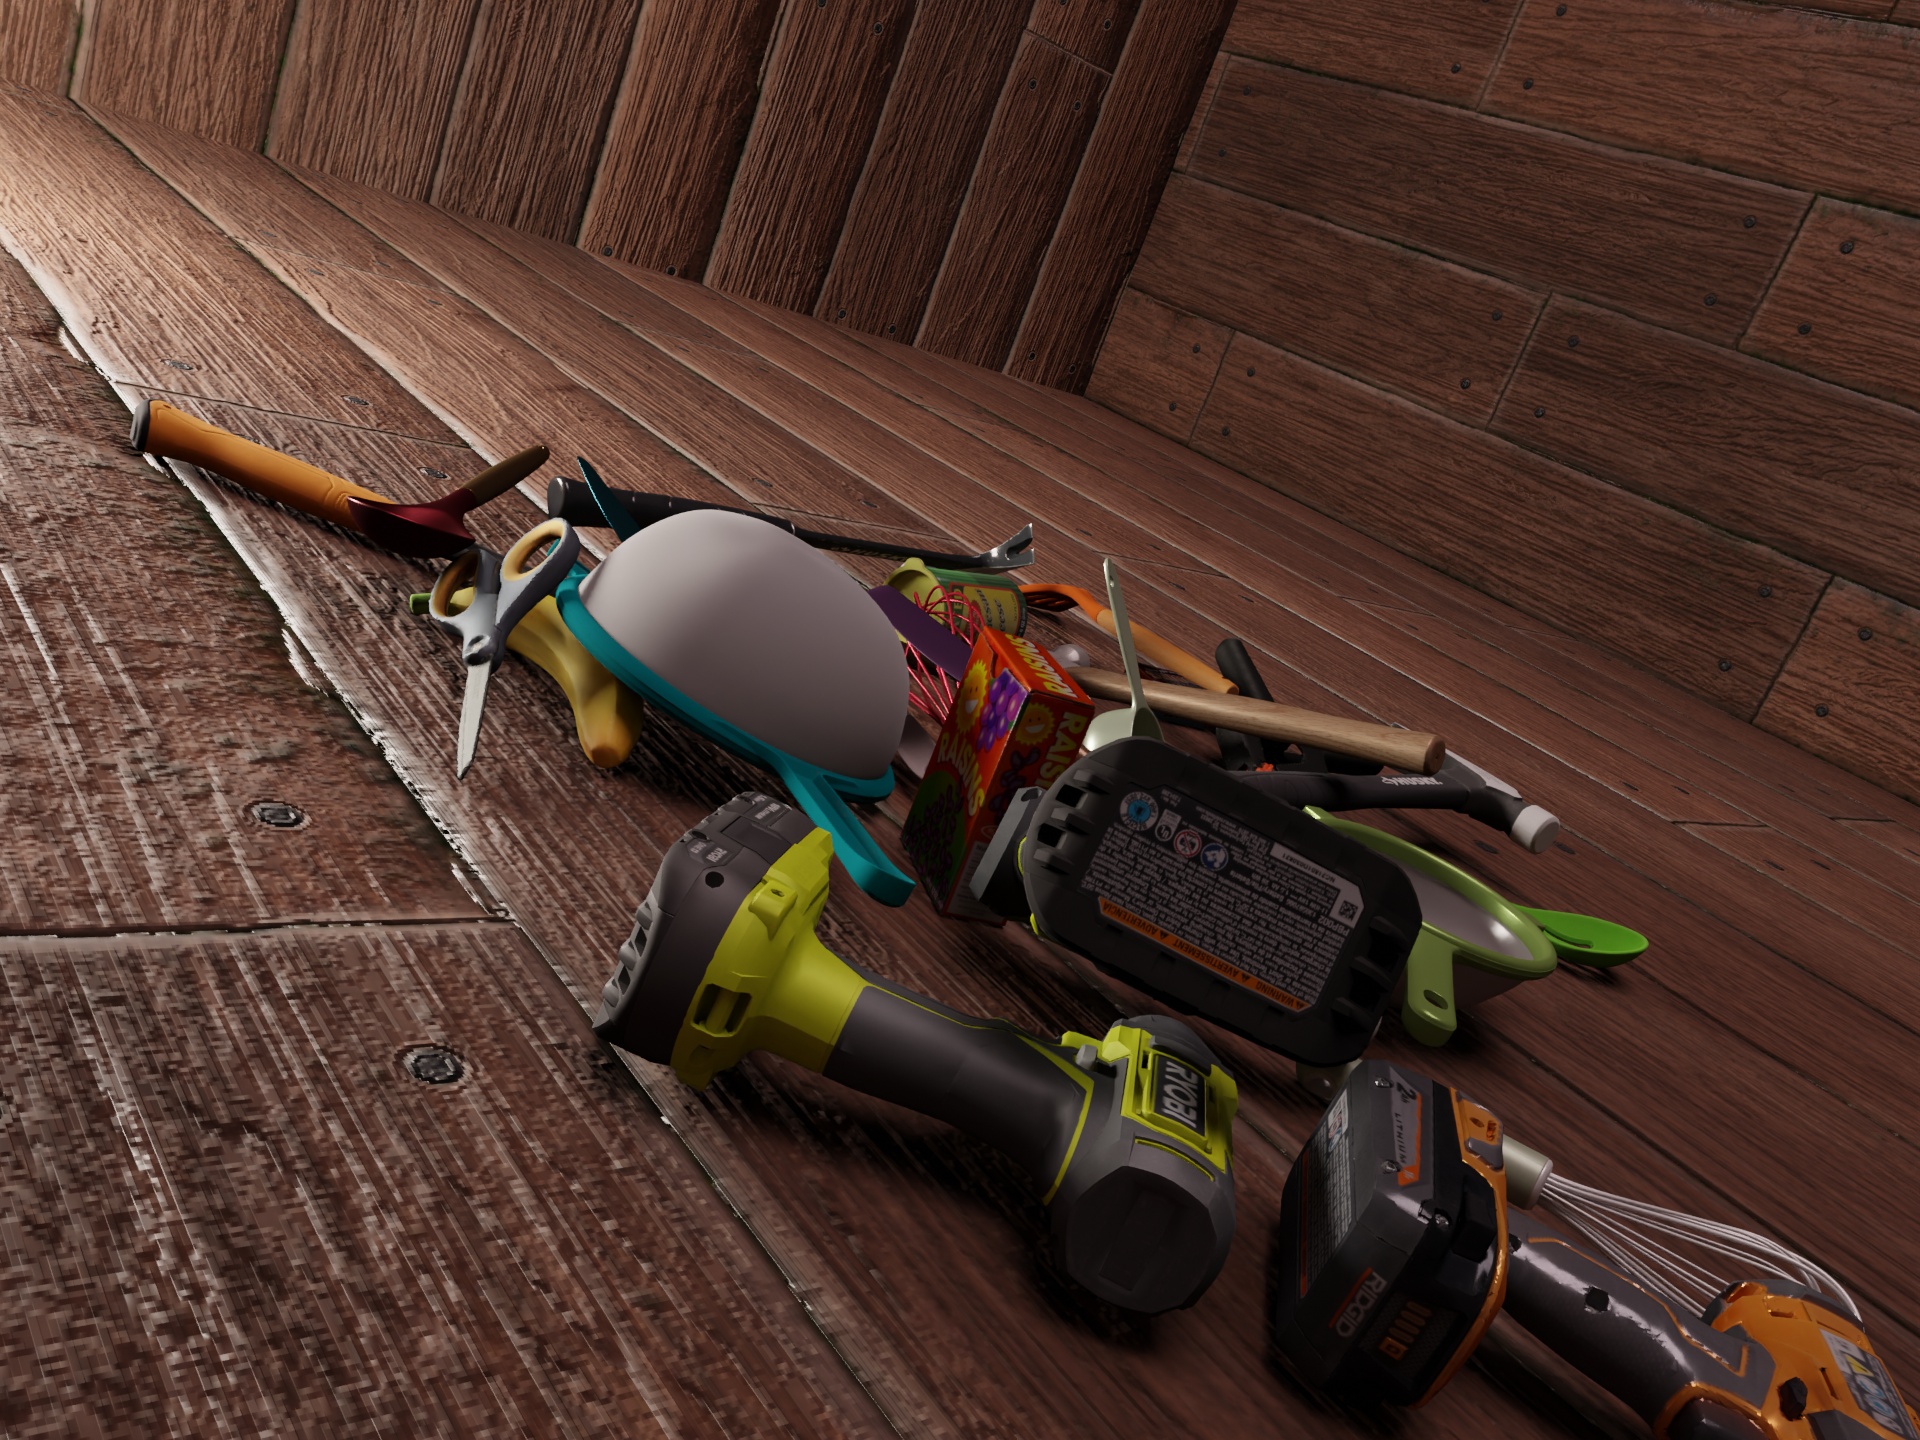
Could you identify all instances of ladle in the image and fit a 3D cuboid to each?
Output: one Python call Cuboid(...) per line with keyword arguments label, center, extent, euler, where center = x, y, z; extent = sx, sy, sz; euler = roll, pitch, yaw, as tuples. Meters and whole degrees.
Cuboid(label="ladle", center=(-0.299, -0.142, 0.981), extent=(0.069, 0.031, 0.315), euler=(21, 17, -6))

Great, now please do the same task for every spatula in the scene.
Cuboid(label="spatula", center=(0.069, 0.024, 0.909), extent=(0.316, 0.018, 0.060), euler=(40, 21, 5))
Cuboid(label="spatula", center=(0.129, -0.069, 1.316), extent=(0.081, 0.041, 0.323), euler=(11, 15, -31))
Cuboid(label="spatula", center=(-0.116, -0.082, 1.035), extent=(0.317, 0.044, 0.082), euler=(19, 27, -42))

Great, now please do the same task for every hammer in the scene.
Cuboid(label="hammer", center=(0.173, -0.009, 1.118), extent=(0.331, 0.031, 0.130), euler=(14, 13, 33))
Cuboid(label="hammer", center=(0.269, 0.047, 1.105), extent=(0.334, 0.035, 0.146), euler=(2, 27, -40))
Cuboid(label="hammer", center=(-0.344, -0.123, 0.972), extent=(0.337, 0.034, 0.127), euler=(22, 18, 3))
Cuboid(label="hammer", center=(-0.114, -0.131, 1.134), extent=(0.149, 0.036, 0.408), euler=(-11, -9, 42))

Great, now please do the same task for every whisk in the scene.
Cuboid(label="whisk", center=(0.256, 0.203, 0.682), extent=(0.246, 0.057, 0.059), euler=(26, 47, 27))
Cuboid(label="whisk", center=(-0.002, -0.003, 0.962), extent=(0.073, 0.073, 0.296), euler=(15, 27, -20))

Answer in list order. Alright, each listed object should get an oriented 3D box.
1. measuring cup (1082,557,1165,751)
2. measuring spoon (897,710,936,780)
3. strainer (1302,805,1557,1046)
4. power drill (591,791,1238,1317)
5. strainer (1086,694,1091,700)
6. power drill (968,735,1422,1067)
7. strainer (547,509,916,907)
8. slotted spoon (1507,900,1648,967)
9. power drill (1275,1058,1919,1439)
Cuboid(label="measuring cup", center=(0.091, -0.014, 0.968), extent=(0.038, 0.167, 0.083), euler=(-10, 2, 24))
Cuboid(label="measuring spoon", center=(-0.032, 0.009, 0.935), extent=(0.018, 0.034, 0.124), euler=(61, -5, -36))
Cuboid(label="strainer", center=(0.230, 0.130, 0.827), extent=(0.151, 0.069, 0.256), euler=(27, 18, 8))
Cuboid(label="power drill", center=(-0.006, 0.114, 0.590), extent=(0.223, 0.080, 0.171), euler=(26, 12, 4))
Cuboid(label="strainer", center=(0.030, -0.007, 1.058), extent=(0.087, 0.050, 0.259), euler=(-27, 21, -5))
Cuboid(label="power drill", center=(0.100, 0.083, 0.640), extent=(0.190, 0.080, 0.228), euler=(27, -8, 4))
Cuboid(label="strainer", center=(-0.078, -0.025, 0.810), extent=(0.210, 0.095, 0.341), euler=(27, 10, -34))
Cuboid(label="slotted spoon", center=(0.308, 0.101, 1.084), extent=(0.314, 0.031, 0.070), euler=(22, 18, 10))
Cuboid(label="power drill", center=(0.222, 0.223, 0.528), extent=(0.226, 0.084, 0.185), euler=(27, 19, 4))
